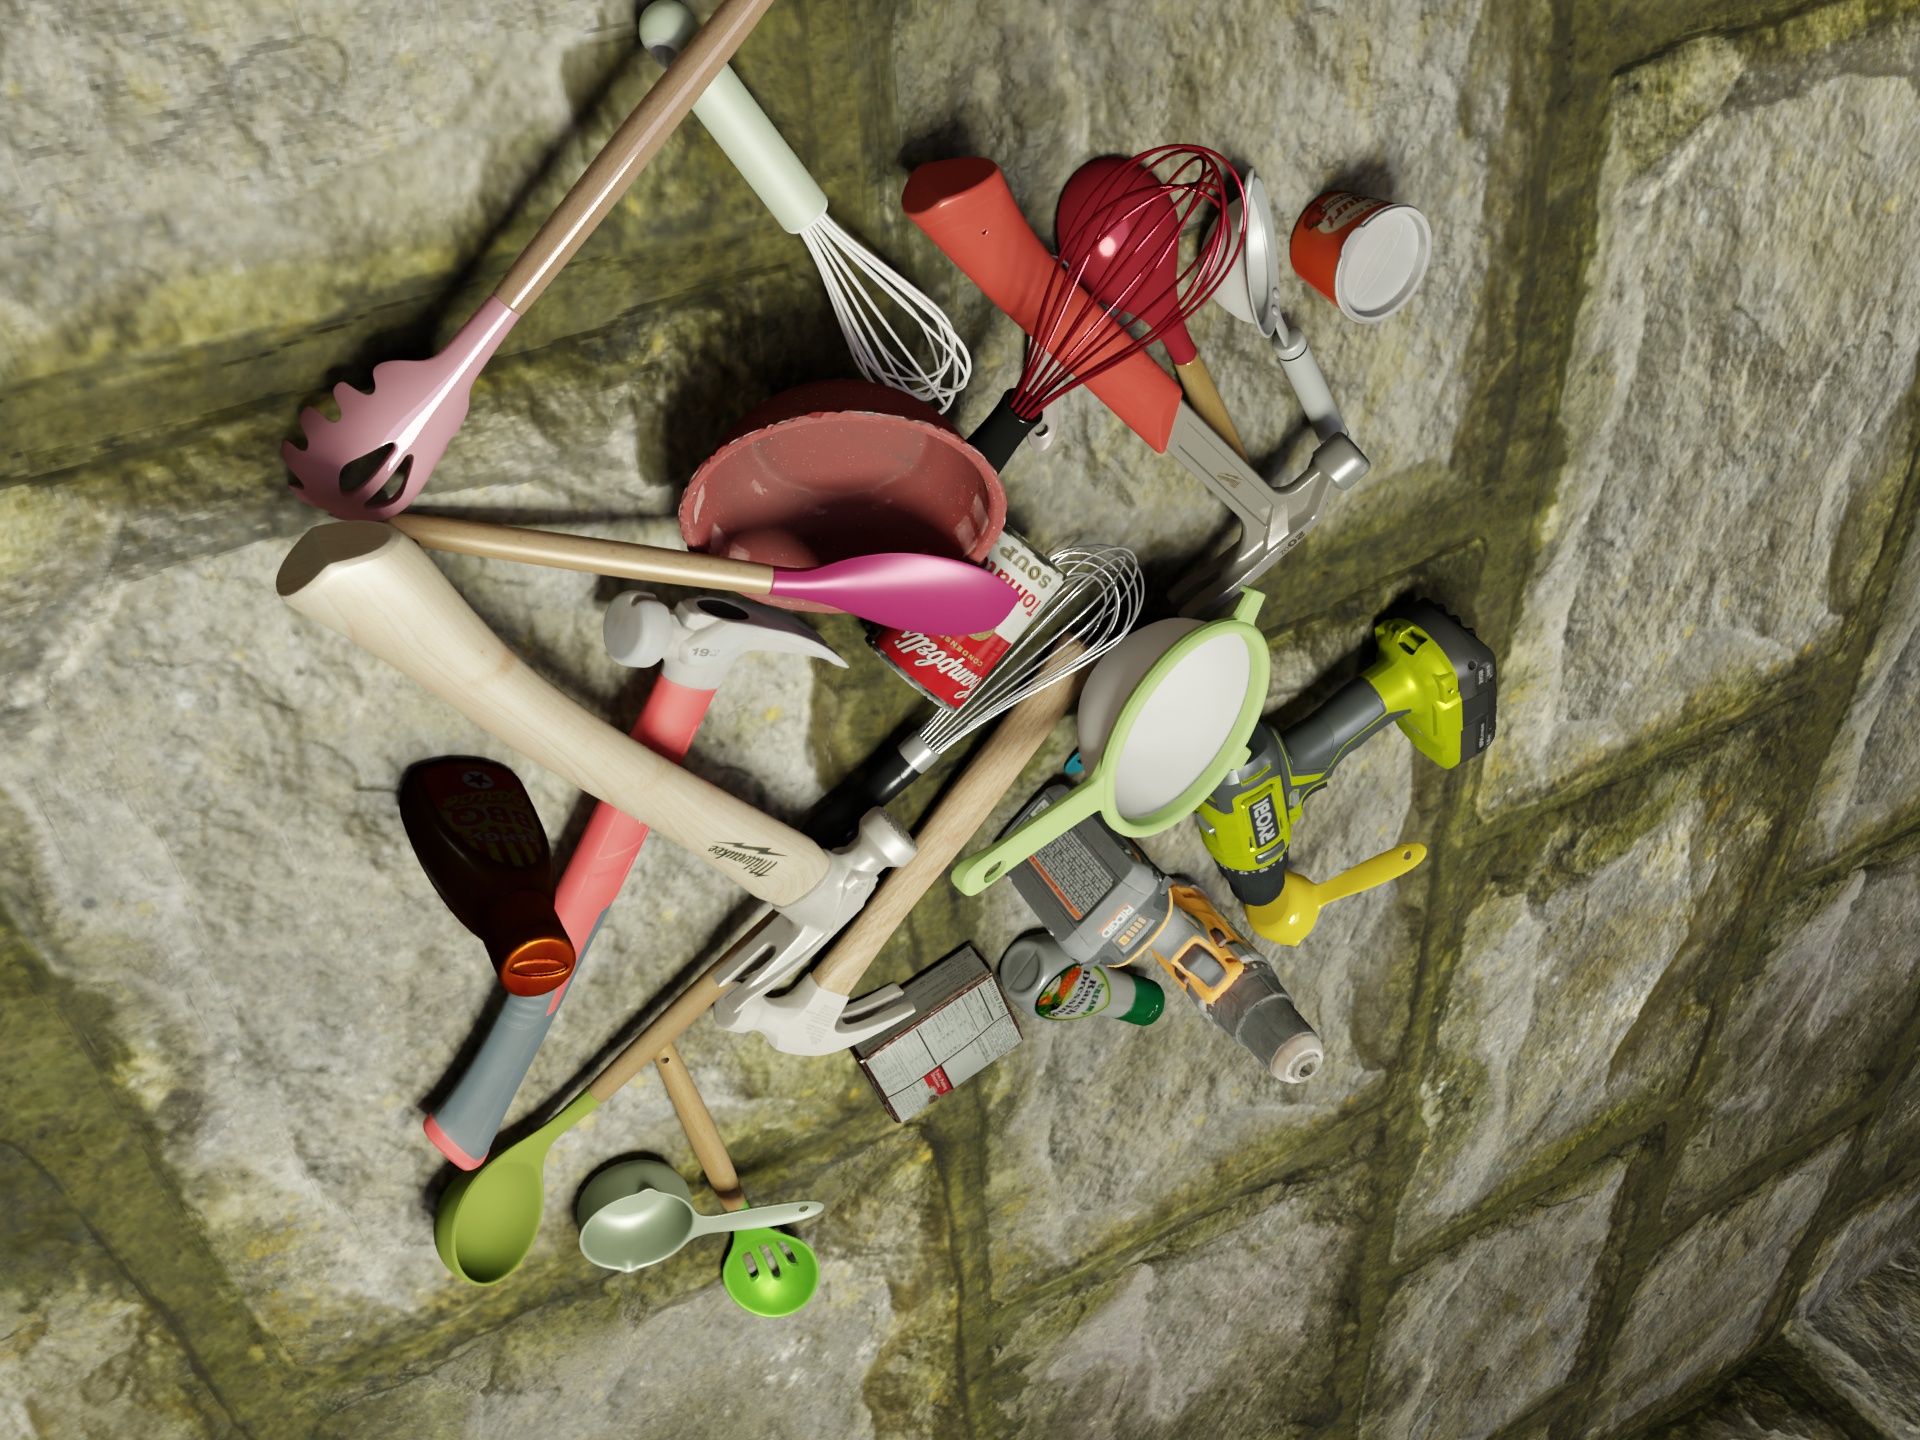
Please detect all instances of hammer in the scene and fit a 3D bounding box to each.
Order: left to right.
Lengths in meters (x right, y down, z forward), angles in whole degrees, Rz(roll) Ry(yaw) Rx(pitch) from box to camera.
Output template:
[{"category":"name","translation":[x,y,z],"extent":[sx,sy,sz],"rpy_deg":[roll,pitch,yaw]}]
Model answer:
[{"category":"hammer","translation":[-0.200,0.101,0.898],"extent":[0.143,0.038,0.386],"rpy_deg":[6,121,-47]},{"category":"hammer","translation":[-0.175,0.032,0.792],"extent":[0.146,0.038,0.410],"rpy_deg":[-43,141,3]},{"category":"hammer","translation":[-0.017,0.084,1.022],"extent":[0.130,0.031,0.331],"rpy_deg":[28,103,-43]},{"category":"hammer","translation":[0.087,-0.178,0.872],"extent":[0.149,0.037,0.358],"rpy_deg":[-41,137,18]}]

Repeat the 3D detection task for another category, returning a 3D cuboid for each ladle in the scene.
[{"category":"ladle","translation":[-0.198,0.219,0.971],"extent":[0.320,0.062,0.078],"rpy_deg":[-44,147,3]},{"category":"ladle","translation":[0.138,-0.194,0.928],"extent":[0.069,0.031,0.315],"rpy_deg":[-41,137,-2]}]

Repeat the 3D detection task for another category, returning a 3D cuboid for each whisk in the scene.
[{"category":"whisk","translation":[-0.068,-0.233,0.749],"extent":[0.246,0.058,0.059],"rpy_deg":[47,56,-42]},{"category":"whisk","translation":[-0.002,-0.003,0.955],"extent":[0.284,0.070,0.070],"rpy_deg":[-43,135,6]},{"category":"whisk","translation":[0.041,-0.169,0.787],"extent":[0.073,0.073,0.295],"rpy_deg":[0,150,-34]}]

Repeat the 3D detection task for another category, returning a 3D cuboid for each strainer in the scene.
[{"category":"strainer","translation":[0.080,0.019,0.963],"extent":[0.256,0.069,0.151],"rpy_deg":[-33,140,-26]},{"category":"strainer","translation":[0.188,-0.224,0.929],"extent":[0.258,0.050,0.087],"rpy_deg":[44,49,-50]}]

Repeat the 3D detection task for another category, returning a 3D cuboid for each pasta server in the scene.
[{"category":"pasta server","translation":[-0.180,-0.203,0.682],"extent":[0.316,0.040,0.060],"rpy_deg":[-48,135,9]}]

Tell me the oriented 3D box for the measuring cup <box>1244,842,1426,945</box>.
[{"category":"measuring cup","translation":[0.278,0.122,1.196],"extent":[0.029,0.062,0.156],"rpy_deg":[19,142,-37]}]

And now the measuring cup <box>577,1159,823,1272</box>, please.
[{"category":"measuring cup","translation":[-0.175,0.325,1.073],"extent":[0.167,0.038,0.083],"rpy_deg":[1,124,-25]}]

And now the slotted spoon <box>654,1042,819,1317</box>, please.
[{"category":"slotted spoon","translation":[-0.161,0.317,1.100],"extent":[0.070,0.031,0.313],"rpy_deg":[-17,129,-4]}]

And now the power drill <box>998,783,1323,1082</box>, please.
[{"category":"power drill","translation":[0.143,0.152,1.077],"extent":[0.084,0.186,0.226],"rpy_deg":[-48,132,7]}]

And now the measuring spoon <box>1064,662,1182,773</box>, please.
[{"category":"measuring spoon","translation":[0.118,-0.009,1.062],"extent":[0.128,0.021,0.042],"rpy_deg":[-37,135,7]}]

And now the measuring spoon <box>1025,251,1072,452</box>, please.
[{"category":"measuring spoon","translation":[0.042,-0.201,0.868],"extent":[0.034,0.018,0.124],"rpy_deg":[-16,137,-13]}]

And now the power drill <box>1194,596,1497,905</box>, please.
[{"category":"power drill","translation":[0.271,0.030,1.150],"extent":[0.228,0.080,0.190],"rpy_deg":[-32,139,-8]}]

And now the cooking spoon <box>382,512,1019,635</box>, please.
[{"category":"cooking spoon","translation":[-0.120,-0.073,0.793],"extent":[0.318,0.017,0.068],"rpy_deg":[7,149,-21]}]
